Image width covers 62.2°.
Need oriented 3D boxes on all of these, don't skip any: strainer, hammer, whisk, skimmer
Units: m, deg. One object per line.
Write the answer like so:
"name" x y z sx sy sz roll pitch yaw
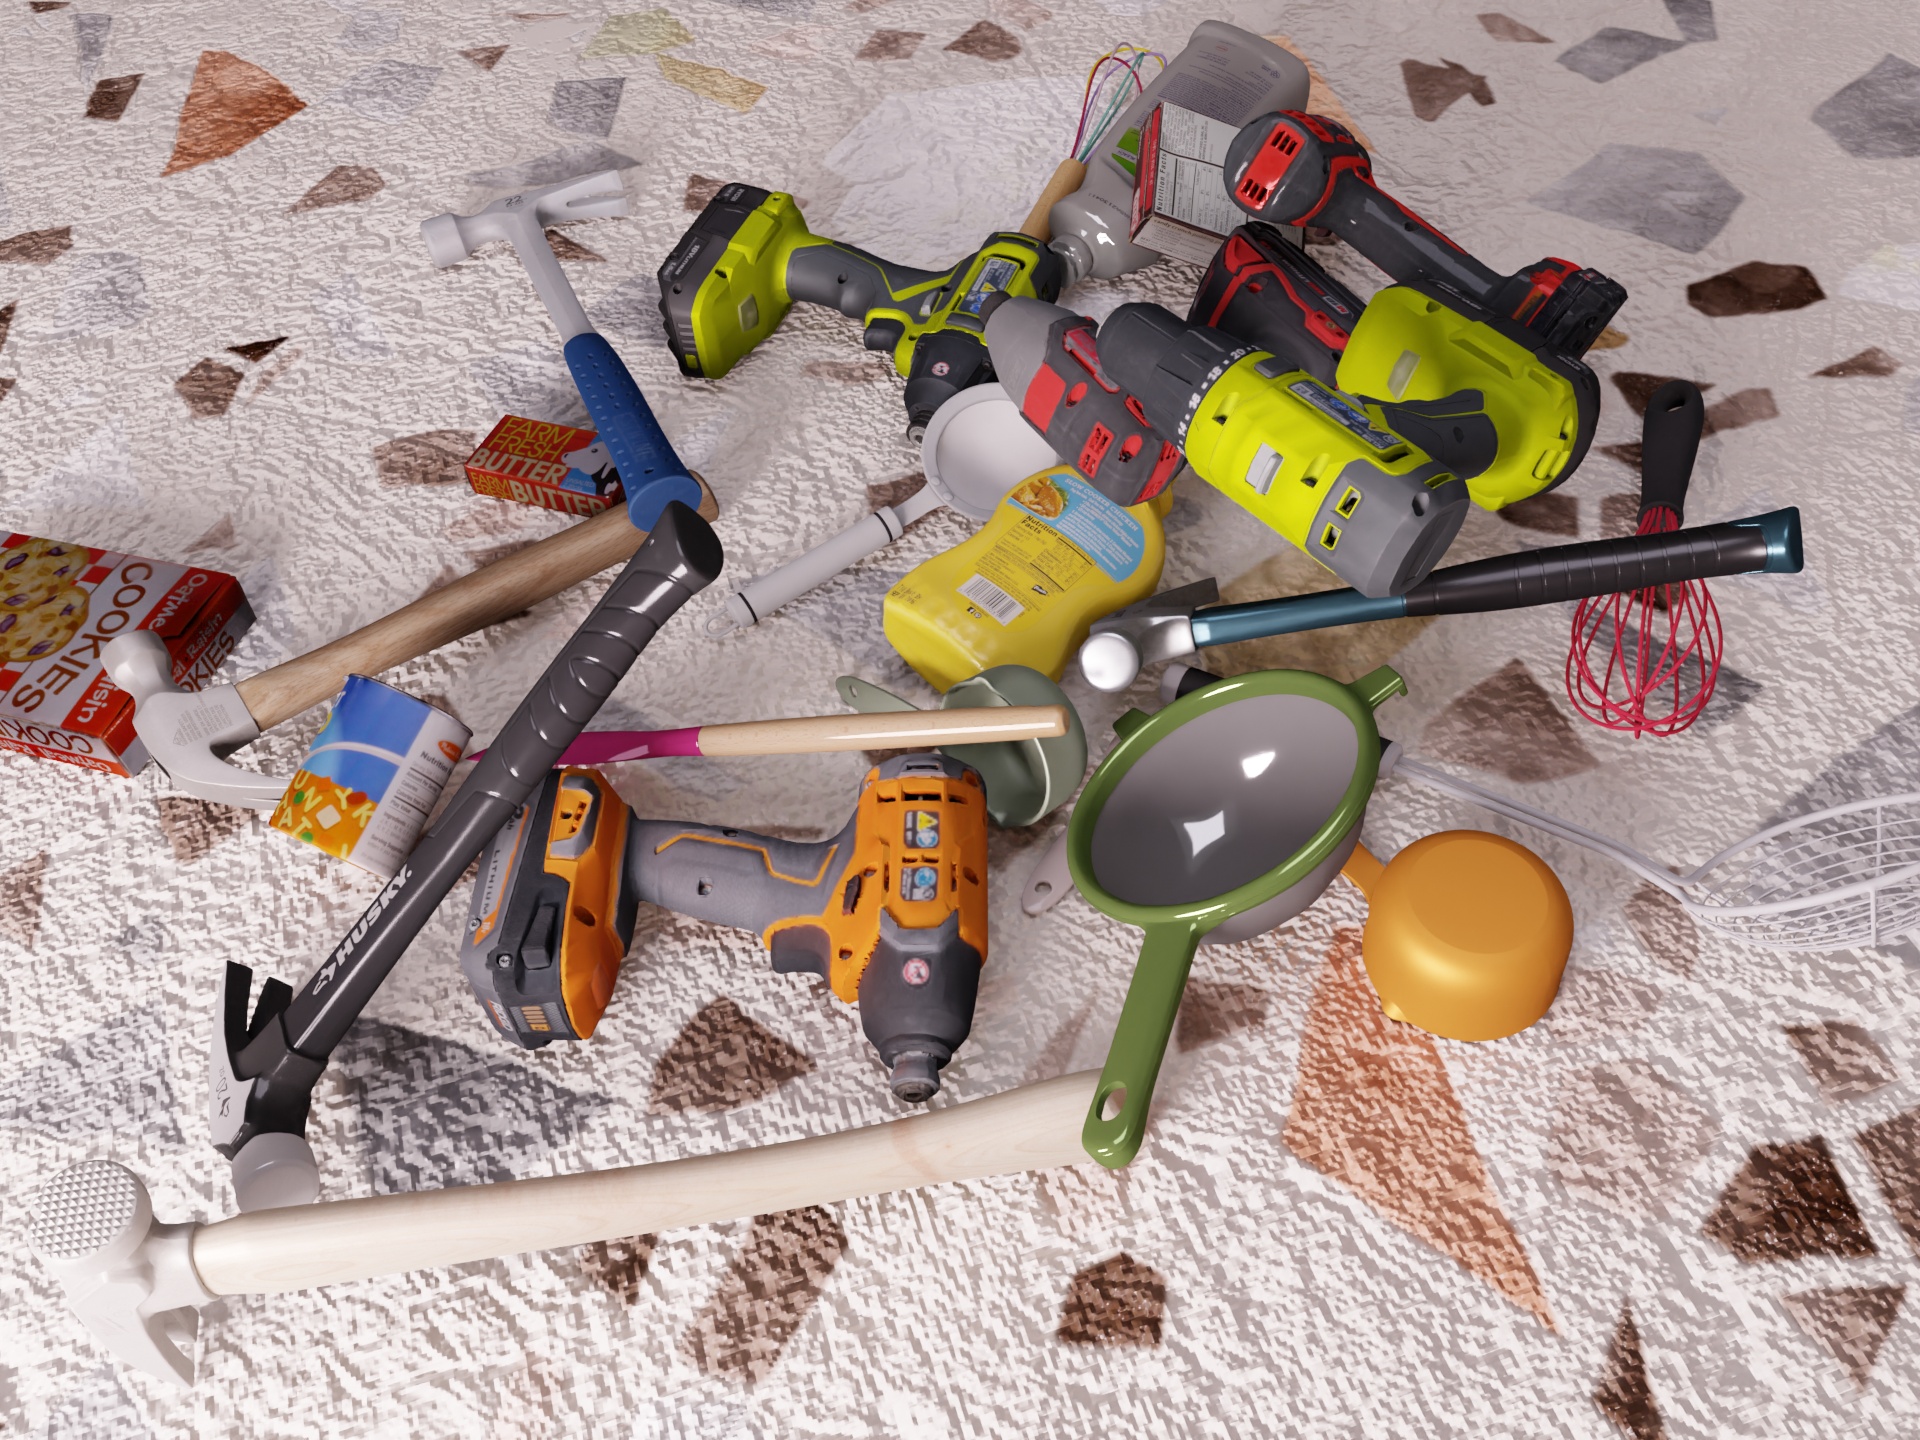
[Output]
"strainer" -0.035 -0.116 0.907 0.258 0.050 0.087 -32 75 -12
"hammer" 0.227 -0.061 0.764 0.331 0.033 0.128 -8 11 15
"whisk" 0.085 -0.401 1.123 0.047 0.051 0.245 34 61 -12
"strainer" 0.110 0.089 0.687 0.151 0.069 0.256 -10 41 38
"hammer" -0.216 0.043 0.692 0.335 0.035 0.146 -52 38 2
"skimmer" 0.266 0.014 0.738 0.363 0.090 0.127 22 24 25
"whisk" 0.368 -0.094 0.837 0.073 0.073 0.296 14 48 16
"hammer" -0.236 -0.246 1.009 0.144 0.035 0.406 -22 46 -11
"hammer" -0.281 -0.057 0.875 0.331 0.031 0.130 -30 72 -23
"hammer" -0.127 0.195 0.638 0.410 0.146 0.038 -6 51 -11

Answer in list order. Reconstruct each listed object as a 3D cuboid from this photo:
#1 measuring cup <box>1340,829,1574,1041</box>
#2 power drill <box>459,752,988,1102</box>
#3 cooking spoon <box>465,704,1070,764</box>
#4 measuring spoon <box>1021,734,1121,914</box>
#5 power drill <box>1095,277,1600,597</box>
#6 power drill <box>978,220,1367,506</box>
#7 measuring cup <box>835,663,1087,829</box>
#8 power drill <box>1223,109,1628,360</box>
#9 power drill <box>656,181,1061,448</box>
"measuring cup" 0.200 0.066 0.726 0.095 0.052 0.174 -33 56 -19
"power drill" -0.100 0.095 0.720 0.226 0.084 0.164 -1 52 1
"cooking spoon" -0.100 0.008 0.765 0.319 0.068 0.017 -3 93 22
"measuring spoon" 0.065 0.046 0.778 0.034 0.018 0.124 25 58 23
"power drill" 0.191 -0.154 0.774 0.228 0.080 0.191 -22 55 -42
"power drill" 0.118 -0.204 0.886 0.219 0.078 0.143 -25 63 -36
"measuring cup" -0.001 -0.003 0.798 0.038 0.083 0.168 -27 32 -32
"power drill" 0.269 -0.278 0.930 0.227 0.080 0.188 38 29 11
"power drill" -0.068 -0.253 0.999 0.223 0.080 0.171 17 57 15
